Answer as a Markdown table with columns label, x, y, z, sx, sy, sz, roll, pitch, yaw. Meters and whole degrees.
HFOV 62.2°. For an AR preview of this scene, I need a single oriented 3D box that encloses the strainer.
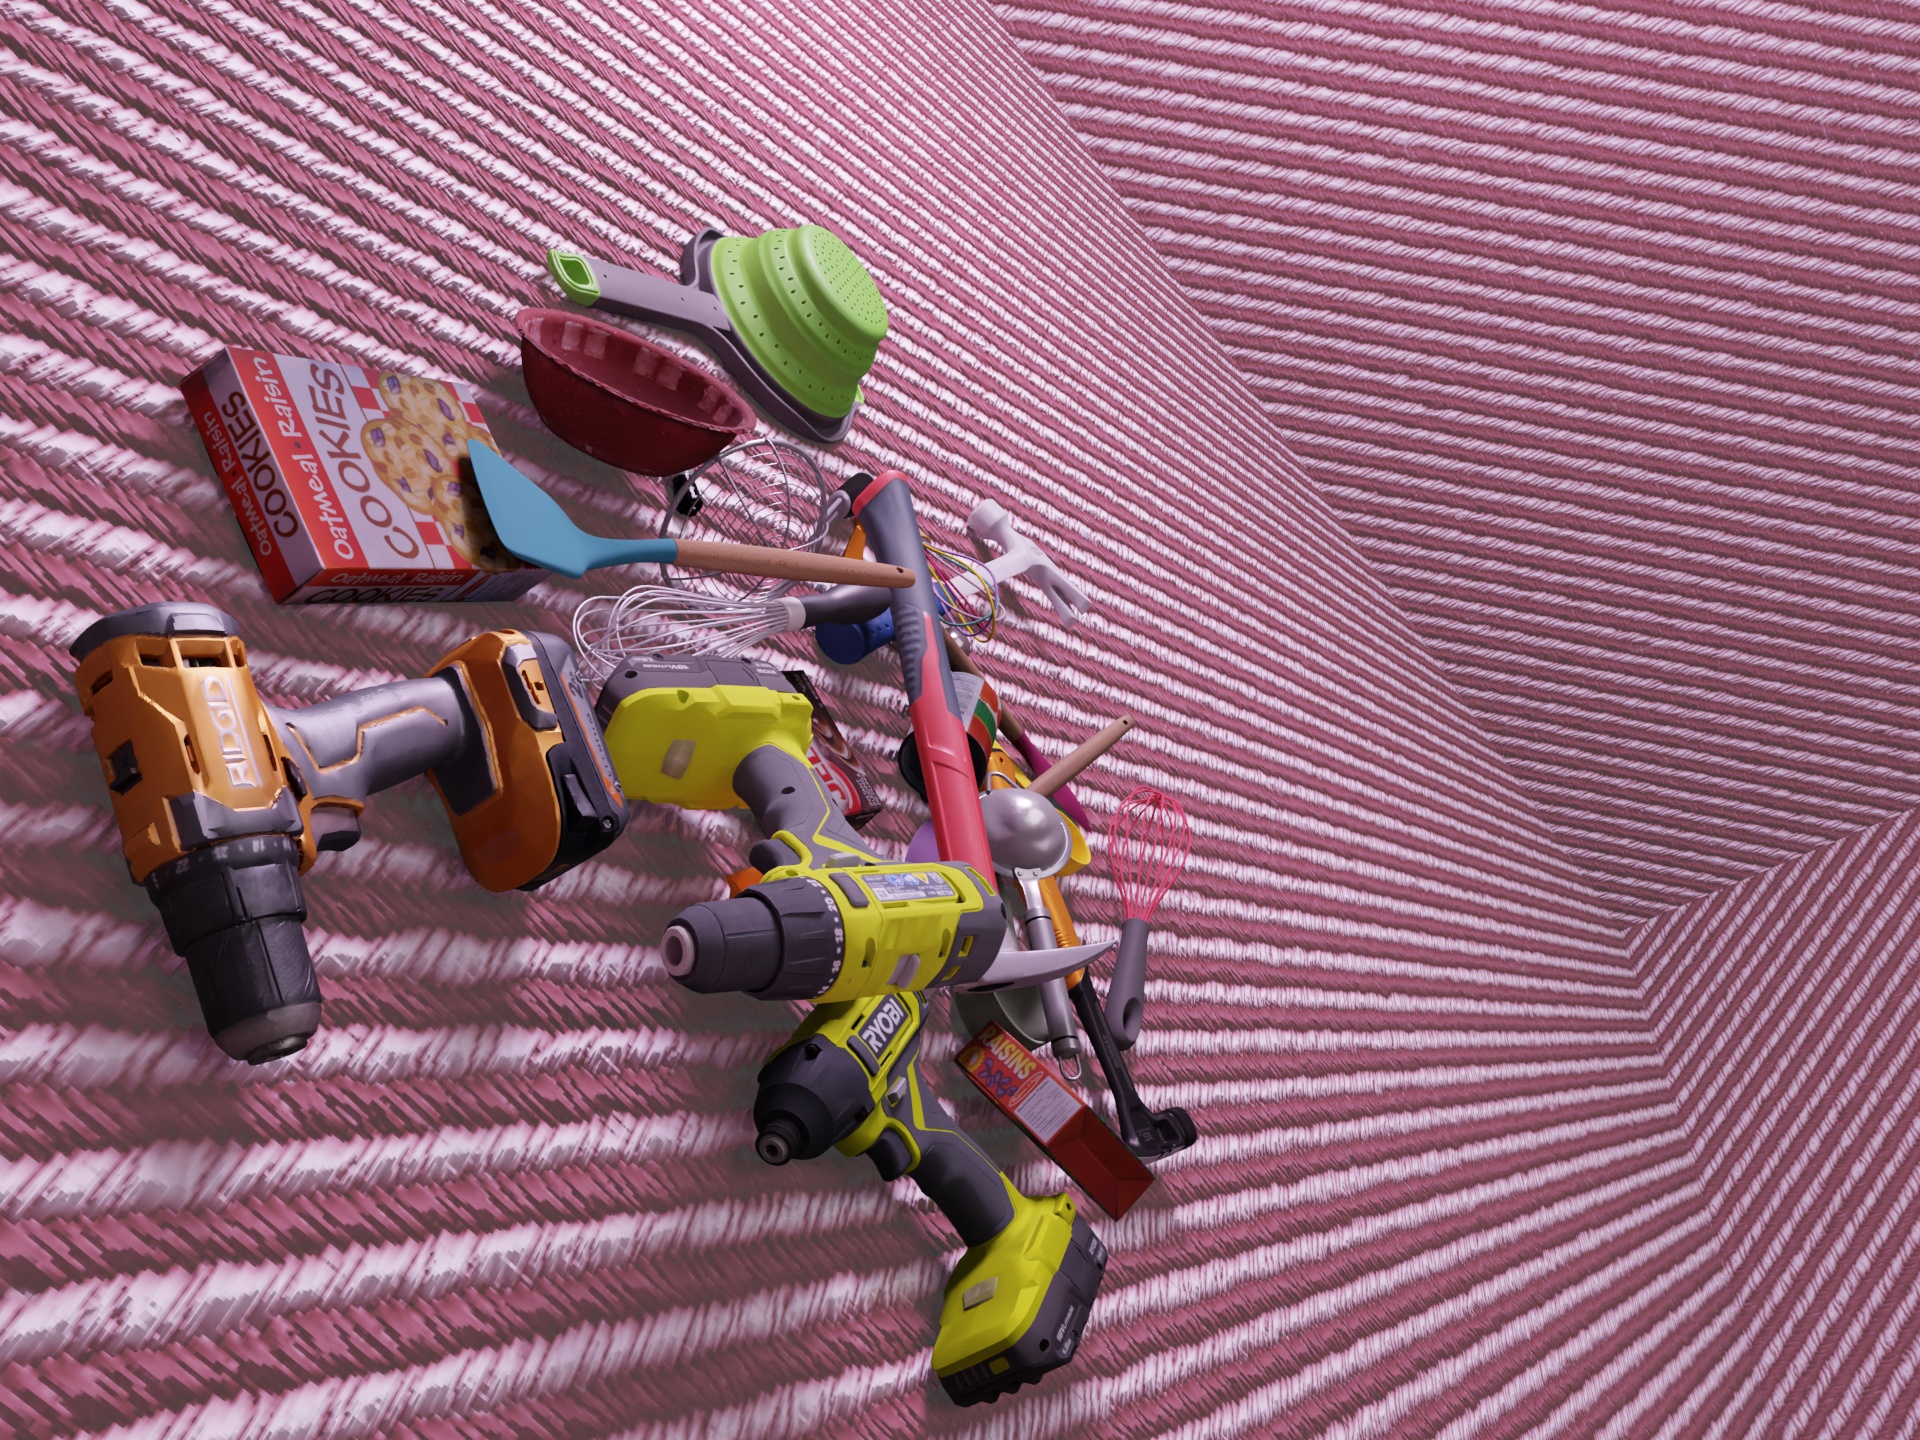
| label | x | y | z | sx | sy | sz | roll | pitch | yaw |
| --- | --- | --- | --- | --- | --- | --- | --- | --- | --- |
| strainer | 0.054 | 0.131 | 1.115 | 0.086 | 0.050 | 0.259 | 2 | 54 | -19 |

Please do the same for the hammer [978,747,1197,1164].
| label | x | y | z | sx | sy | sz | roll | pitch | yaw |
| --- | --- | --- | --- | --- | --- | --- | --- | --- | --- |
| hammer | 0.072 | 0.172 | 1.197 | 0.127 | 0.034 | 0.337 | 6 | 56 | -53 |

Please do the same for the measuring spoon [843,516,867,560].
| label | x | y | z | sx | sy | sz | roll | pitch | yaw |
| --- | --- | --- | --- | --- | --- | --- | --- | --- | --- |
| measuring spoon | -0.082 | -0.133 | 1.274 | 0.021 | 0.011 | 0.117 | 46 | 28 | -26 |

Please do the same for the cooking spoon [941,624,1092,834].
| label | x | y | z | sx | sy | sz | roll | pitch | yaw |
| --- | --- | --- | --- | --- | --- | --- | --- | --- | --- |
| cooking spoon | 0.032 | -0.004 | 1.274 | 0.318 | 0.017 | 0.069 | 50 | 4 | -41 |

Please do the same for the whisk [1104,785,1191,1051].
| label | x | y | z | sx | sy | sz | roll | pitch | yaw |
| --- | --- | --- | --- | --- | --- | --- | --- | --- | --- |
| whisk | 0.149 | 0.160 | 1.339 | 0.073 | 0.073 | 0.296 | 48 | 34 | -24 |

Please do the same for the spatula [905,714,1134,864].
| label | x | y | z | sx | sy | sz | roll | pitch | yaw |
| --- | --- | --- | --- | --- | --- | --- | --- | --- | --- |
| spatula | 0.056 | 0.055 | 1.230 | 0.060 | 0.018 | 0.316 | 47 | 40 | 8 |

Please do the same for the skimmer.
| label | x | y | z | sx | sy | sz | roll | pitch | yaw |
| --- | --- | --- | --- | --- | --- | --- | --- | --- | --- |
| skimmer | -0.125 | -0.161 | 1.161 | 0.090 | 0.127 | 0.363 | 26 | 17 | -2 |

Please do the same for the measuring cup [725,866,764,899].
| label | x | y | z | sx | sy | sz | roll | pitch | yaw |
| --- | --- | --- | --- | --- | --- | --- | --- | --- | --- |
| measuring cup | -0.095 | 0.114 | 0.939 | 0.095 | 0.052 | 0.174 | 12 | 8 | -8 |

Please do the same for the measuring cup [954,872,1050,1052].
| label | x | y | z | sx | sy | sz | roll | pitch | yaw |
| --- | --- | --- | --- | --- | --- | --- | --- | --- | --- |
| measuring cup | 0.022 | 0.166 | 1.120 | 0.083 | 0.038 | 0.168 | 40 | 24 | -34 |

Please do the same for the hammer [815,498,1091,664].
| label | x | y | z | sx | sy | sz | roll | pitch | yaw |
| --- | --- | --- | --- | --- | --- | --- | --- | --- | --- |
| hammer | -0.005 | -0.104 | 1.332 | 0.144 | 0.035 | 0.405 | 45 | 27 | 7 |

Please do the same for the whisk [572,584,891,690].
| label | x | y | z | sx | sy | sz | roll | pitch | yaw |
| --- | --- | --- | --- | --- | --- | --- | --- | --- | --- |
| whisk | -0.131 | -0.063 | 0.994 | 0.284 | 0.070 | 0.070 | -18 | 79 | -55 |

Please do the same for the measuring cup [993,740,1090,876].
| label | x | y | z | sx | sy | sz | roll | pitch | yaw |
| --- | --- | --- | --- | --- | --- | --- | --- | --- | --- |
| measuring cup | 0.046 | 0.063 | 1.296 | 0.156 | 0.029 | 0.062 | 51 | 21 | 9 |

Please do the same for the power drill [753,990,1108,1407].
| label | x | y | z | sx | sy | sz | roll | pitch | yaw |
| --- | --- | --- | --- | --- | --- | --- | --- | --- | --- |
| power drill | -0.022 | 0.260 | 0.890 | 0.223 | 0.080 | 0.171 | 53 | 25 | -4 |

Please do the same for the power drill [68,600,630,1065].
| label | x | y | z | sx | sy | sz | roll | pitch | yaw |
| --- | --- | --- | --- | --- | --- | --- | --- | --- | --- |
| power drill | -0.253 | 0.043 | 0.695 | 0.226 | 0.084 | 0.185 | -2 | 67 | -58 |

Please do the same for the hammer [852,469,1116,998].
| label | x | y | z | sx | sy | sz | roll | pitch | yaw |
| --- | --- | --- | --- | --- | --- | --- | --- | --- | --- |
| hammer | -0.002 | -0.004 | 1.106 | 0.143 | 0.038 | 0.387 | -6 | 67 | -14 |

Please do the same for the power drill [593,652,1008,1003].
| label | x | y | z | sx | sy | sz | roll | pitch | yaw |
| --- | --- | --- | --- | --- | --- | --- | --- | --- | --- |
| power drill | -0.106 | 0.059 | 0.826 | 0.190 | 0.080 | 0.229 | 2 | 34 | -44 |

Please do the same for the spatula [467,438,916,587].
| label | x | y | z | sx | sy | sz | roll | pitch | yaw |
| --- | --- | --- | --- | --- | --- | --- | --- | --- | --- |
| spatula | -0.146 | -0.105 | 0.955 | 0.317 | 0.044 | 0.082 | 2 | 51 | -41 |

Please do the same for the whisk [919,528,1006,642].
| label | x | y | z | sx | sy | sz | roll | pitch | yaw |
| --- | --- | --- | --- | --- | --- | --- | --- | --- | --- |
| whisk | -0.025 | -0.124 | 1.247 | 0.047 | 0.051 | 0.245 | 58 | -5 | -36 |

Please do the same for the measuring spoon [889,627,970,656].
| label | x | y | z | sx | sy | sz | roll | pitch | yaw |
| --- | --- | --- | --- | --- | --- | --- | --- | --- | --- |
| measuring spoon | -0.023 | -0.065 | 1.301 | 0.124 | 0.018 | 0.034 | 0 | 63 | -62 |

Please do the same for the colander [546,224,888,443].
| label | x | y | z | sx | sy | sz | roll | pitch | yaw |
| --- | --- | --- | --- | --- | --- | --- | --- | --- | --- |
| colander | -0.163 | -0.335 | 1.247 | 0.397 | 0.094 | 0.204 | -8 | 70 | -63 |
